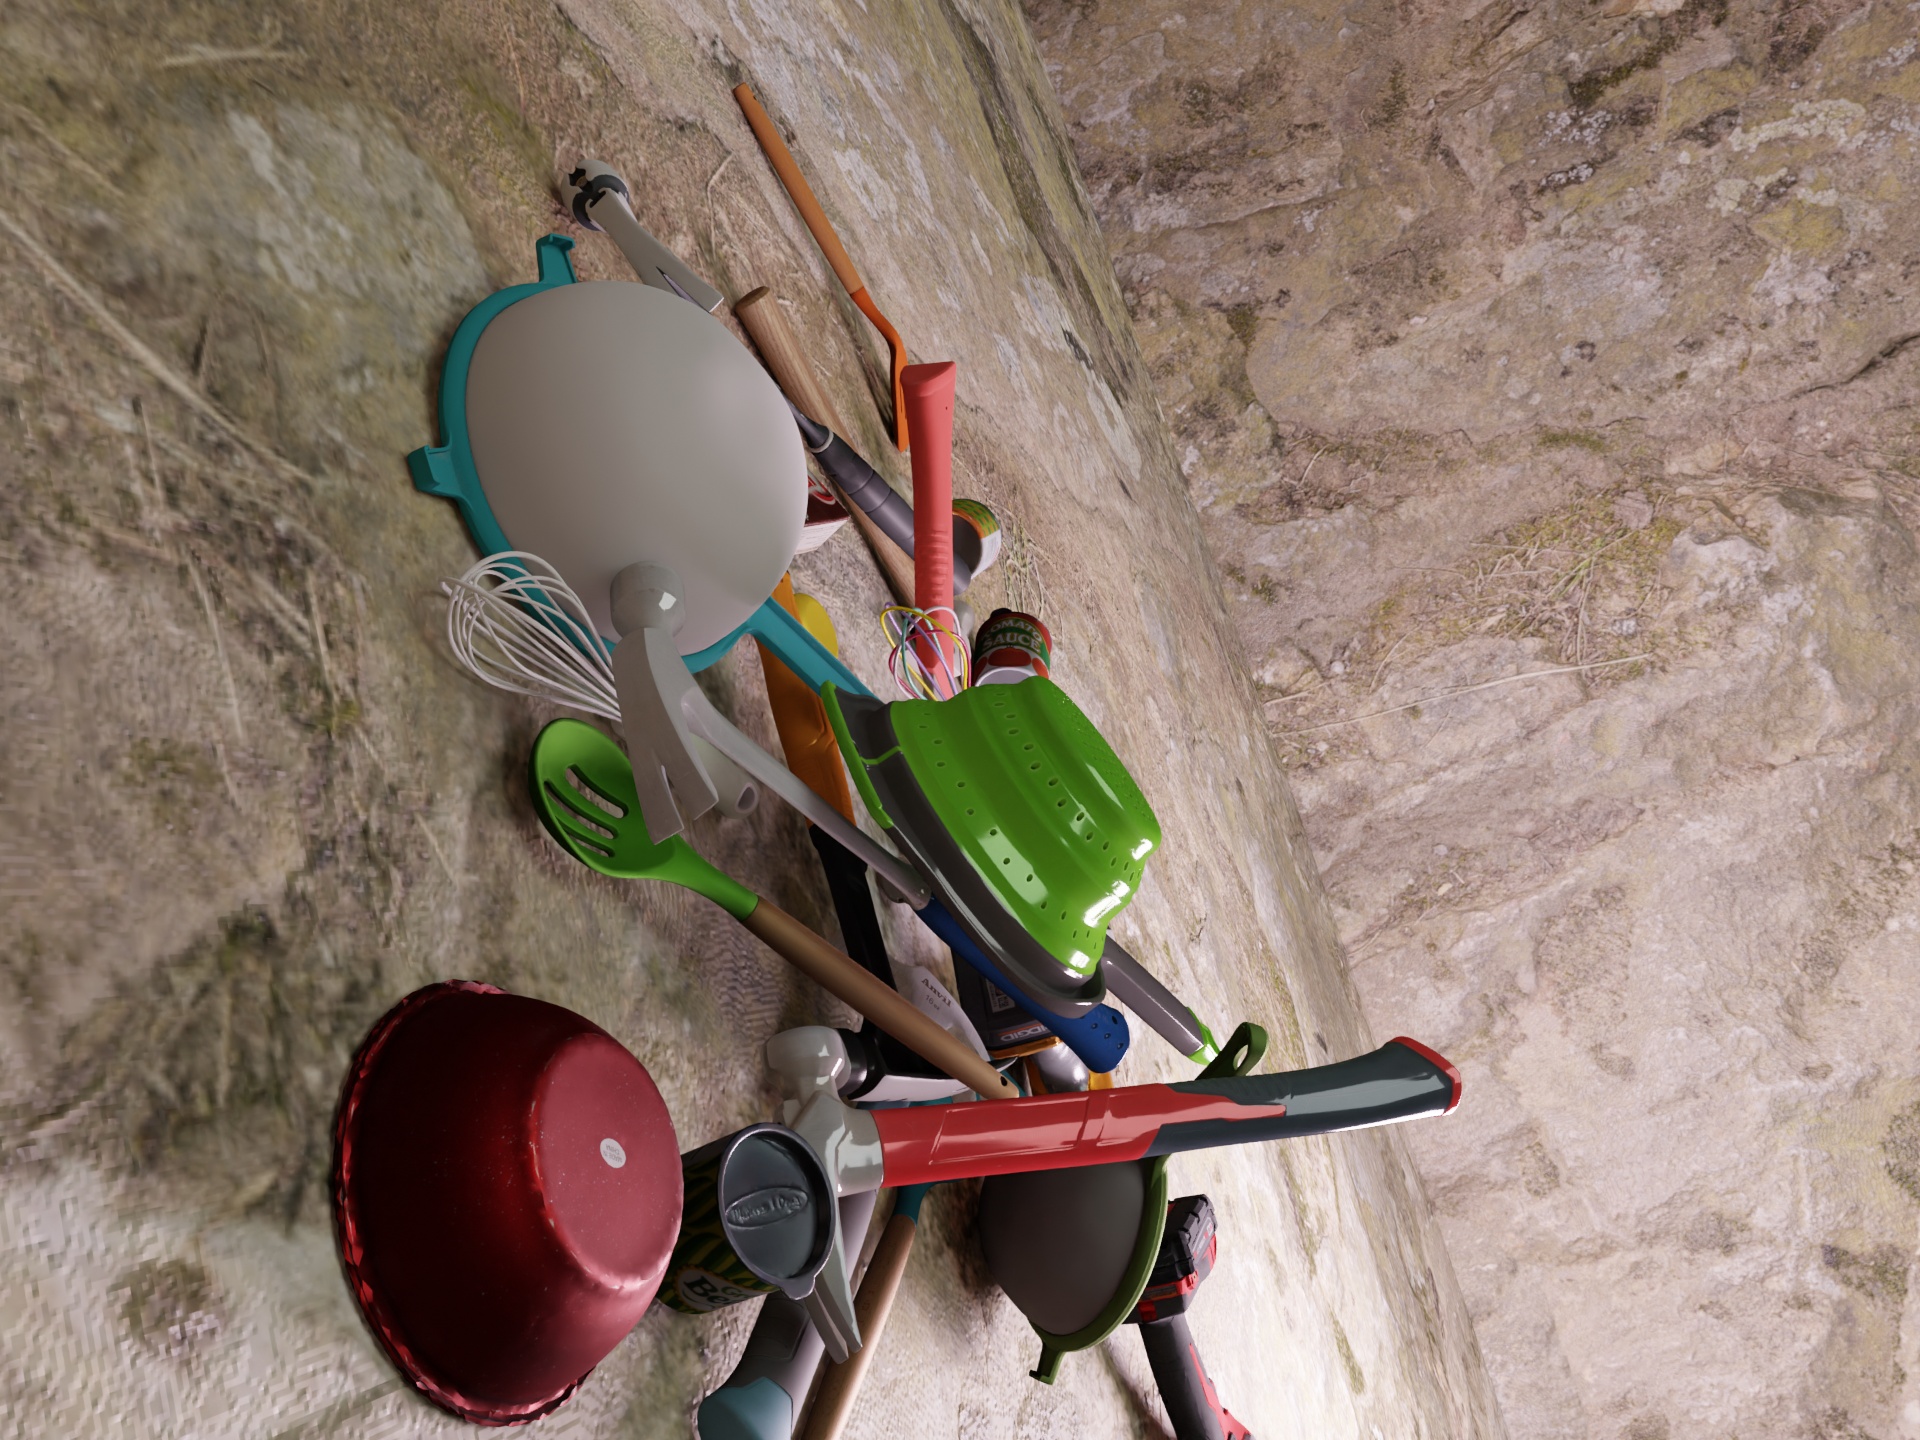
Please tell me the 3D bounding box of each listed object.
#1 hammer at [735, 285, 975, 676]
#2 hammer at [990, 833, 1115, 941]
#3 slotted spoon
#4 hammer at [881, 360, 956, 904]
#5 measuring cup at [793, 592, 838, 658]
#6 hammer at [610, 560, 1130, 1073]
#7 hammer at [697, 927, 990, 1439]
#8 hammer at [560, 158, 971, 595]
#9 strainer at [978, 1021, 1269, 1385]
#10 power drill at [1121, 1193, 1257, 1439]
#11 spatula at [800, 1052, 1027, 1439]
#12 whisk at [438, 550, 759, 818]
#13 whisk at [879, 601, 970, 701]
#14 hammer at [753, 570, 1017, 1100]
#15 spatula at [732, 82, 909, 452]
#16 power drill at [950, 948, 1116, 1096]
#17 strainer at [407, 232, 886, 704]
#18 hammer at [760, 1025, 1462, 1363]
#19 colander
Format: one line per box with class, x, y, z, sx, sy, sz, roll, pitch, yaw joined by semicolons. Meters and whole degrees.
hammer;-0.075;-0.169;1.193;0.331;0.031;0.130;60;20;-25
hammer;0.068;0.104;1.227;0.334;0.035;0.146;41;33;-73
slotted spoon;-0.083;0.105;0.756;0.313;0.031;0.070;40;33;-25
hammer;-0.014;-0.060;1.074;0.149;0.037;0.359;-1;90;-70
measuring cup;-0.084;-0.007;0.991;0.062;0.029;0.157;18;52;-67
hammer;-0.027;0.085;0.798;0.405;0.035;0.144;43;21;-39
hammer;-0.056;0.228;0.784;0.128;0.033;0.331;43;27;-9
hammer;-0.097;-0.190;1.033;0.149;0.036;0.408;51;5;38
strainer;0.079;0.252;0.918;0.069;0.256;0.152;22;32;-20
power drill;0.165;0.465;1.141;0.143;0.078;0.220;-1;75;-71
spatula;-0.031;0.273;0.827;0.082;0.044;0.318;46;24;-7
whisk;-0.161;-0.006;0.756;0.058;0.059;0.246;-63;148;-14
whisk;0.000;-0.002;0.995;0.244;0.047;0.051;63;19;-58
hammer;-0.068;0.051;0.893;0.127;0.034;0.337;14;48;-45
spatula;-0.108;-0.380;1.343;0.322;0.041;0.081;59;20;-19
power drill;0.053;0.182;1.079;0.226;0.084;0.186;67;9;-49
strainer;-0.105;-0.095;0.819;0.340;0.095;0.211;45;39;-32
hammer;0.097;0.212;0.784;0.386;0.038;0.143;1;58;-26
colander;0.082;0.087;0.880;0.396;0.094;0.205;44;13;-42
